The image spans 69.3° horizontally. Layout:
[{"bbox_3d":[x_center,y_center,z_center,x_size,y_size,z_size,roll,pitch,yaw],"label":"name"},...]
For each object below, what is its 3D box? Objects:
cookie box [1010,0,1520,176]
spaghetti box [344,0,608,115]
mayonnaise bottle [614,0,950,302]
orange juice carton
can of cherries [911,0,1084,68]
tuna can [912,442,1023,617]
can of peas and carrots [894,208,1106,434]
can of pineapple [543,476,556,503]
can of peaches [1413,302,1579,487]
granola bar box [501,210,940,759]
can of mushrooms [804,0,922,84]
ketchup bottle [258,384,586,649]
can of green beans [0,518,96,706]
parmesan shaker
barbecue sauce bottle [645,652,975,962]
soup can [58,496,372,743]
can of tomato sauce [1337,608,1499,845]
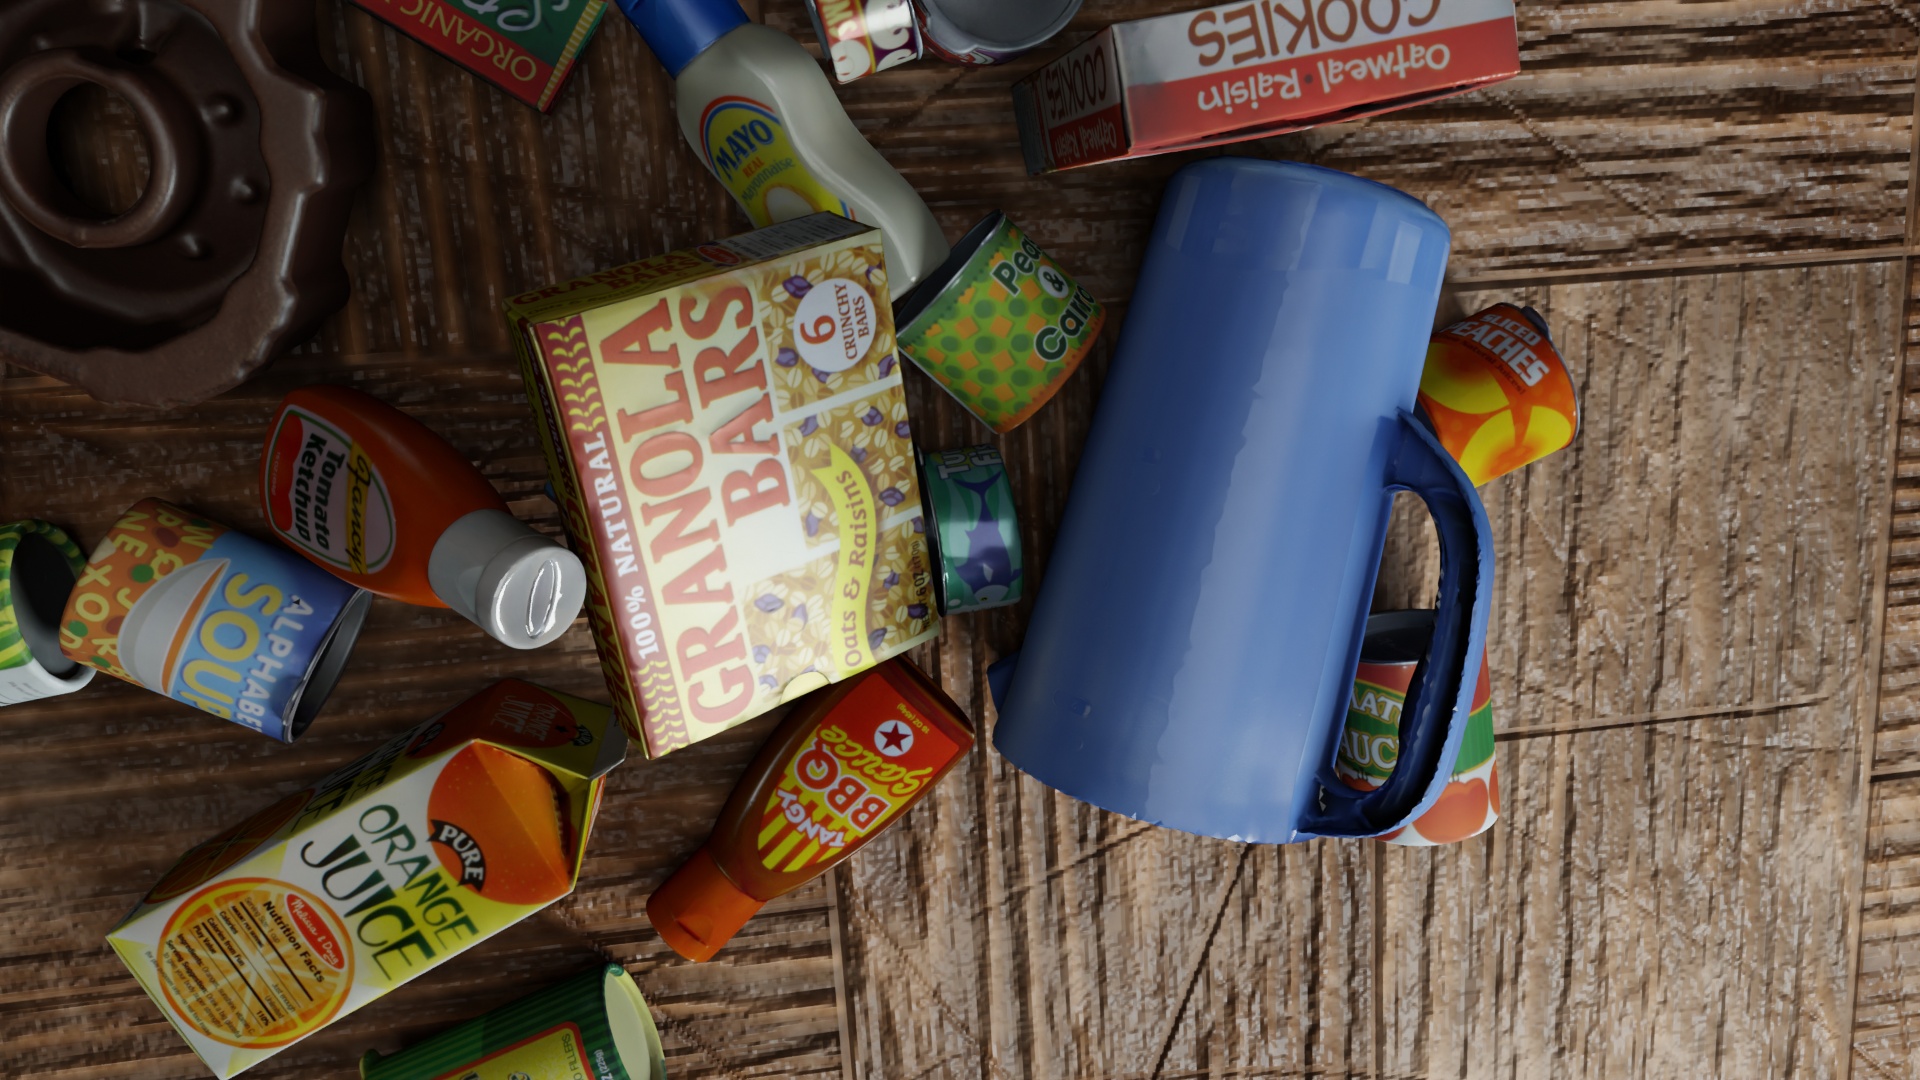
[{"bbox_3d":[0.093,-0.158,0.480,0.123,0.168,0.040,-13,104,-5],"label":"cookie box"},{"bbox_3d":[-0.247,-0.235,0.487,0.250,0.029,0.050,29,96,-13],"label":"spaghetti box"},{"bbox_3d":[-0.069,-0.150,0.516,0.064,0.041,0.148,-25,107,43],"label":"mayonnaise bottle"},{"bbox_3d":[-0.212,0.119,0.542,0.193,0.072,0.073,-29,104,-1],"label":"orange juice carton"},{"bbox_3d":[0.009,-0.210,0.515,0.071,0.058,0.071,-2,102,-9],"label":"can of cherries"},{"bbox_3d":[0.002,-0.007,0.550,0.033,0.071,0.071,-10,103,-7],"label":"tuna can"},{"bbox_3d":[0.015,-0.085,0.535,0.058,0.071,0.071,40,94,-14],"label":"can of peas and carrots"},{"bbox_3d":[-0.116,-0.035,0.526,0.071,0.071,0.057,20,98,-12],"label":"can of pineapple"},{"bbox_3d":[0.207,-0.057,0.568,0.058,0.071,0.071,-24,104,-2],"label":"can of peaches"},{"bbox_3d":[-0.077,-0.019,0.492,0.124,0.039,0.164,-22,120,-26],"label":"granola bar box"},{"bbox_3d":[-0.040,-0.203,0.502,0.033,0.071,0.071,-19,104,-2],"label":"can of mushrooms"},{"bbox_3d":[-0.190,-0.006,0.488,0.043,0.149,0.064,-5,113,-53],"label":"ketchup bottle"},{"bbox_3d":[-0.358,0.029,0.505,0.058,0.071,0.071,-12,103,-6],"label":"can of green beans"},{"bbox_3d":[-0.182,0.221,0.569,0.103,0.071,0.071,-23,104,-3],"label":"parmesan shaker"},{"bbox_3d":[-0.066,0.111,0.576,0.148,0.044,0.065,-45,105,3],"label":"barbecue sauce bottle"},{"bbox_3d":[-0.274,0.030,0.515,0.084,0.071,0.071,24,97,-12],"label":"soup can"},{"bbox_3d":[0.192,0.079,0.594,0.071,0.071,0.083,-11,103,-6],"label":"can of tomato sauce"}]
